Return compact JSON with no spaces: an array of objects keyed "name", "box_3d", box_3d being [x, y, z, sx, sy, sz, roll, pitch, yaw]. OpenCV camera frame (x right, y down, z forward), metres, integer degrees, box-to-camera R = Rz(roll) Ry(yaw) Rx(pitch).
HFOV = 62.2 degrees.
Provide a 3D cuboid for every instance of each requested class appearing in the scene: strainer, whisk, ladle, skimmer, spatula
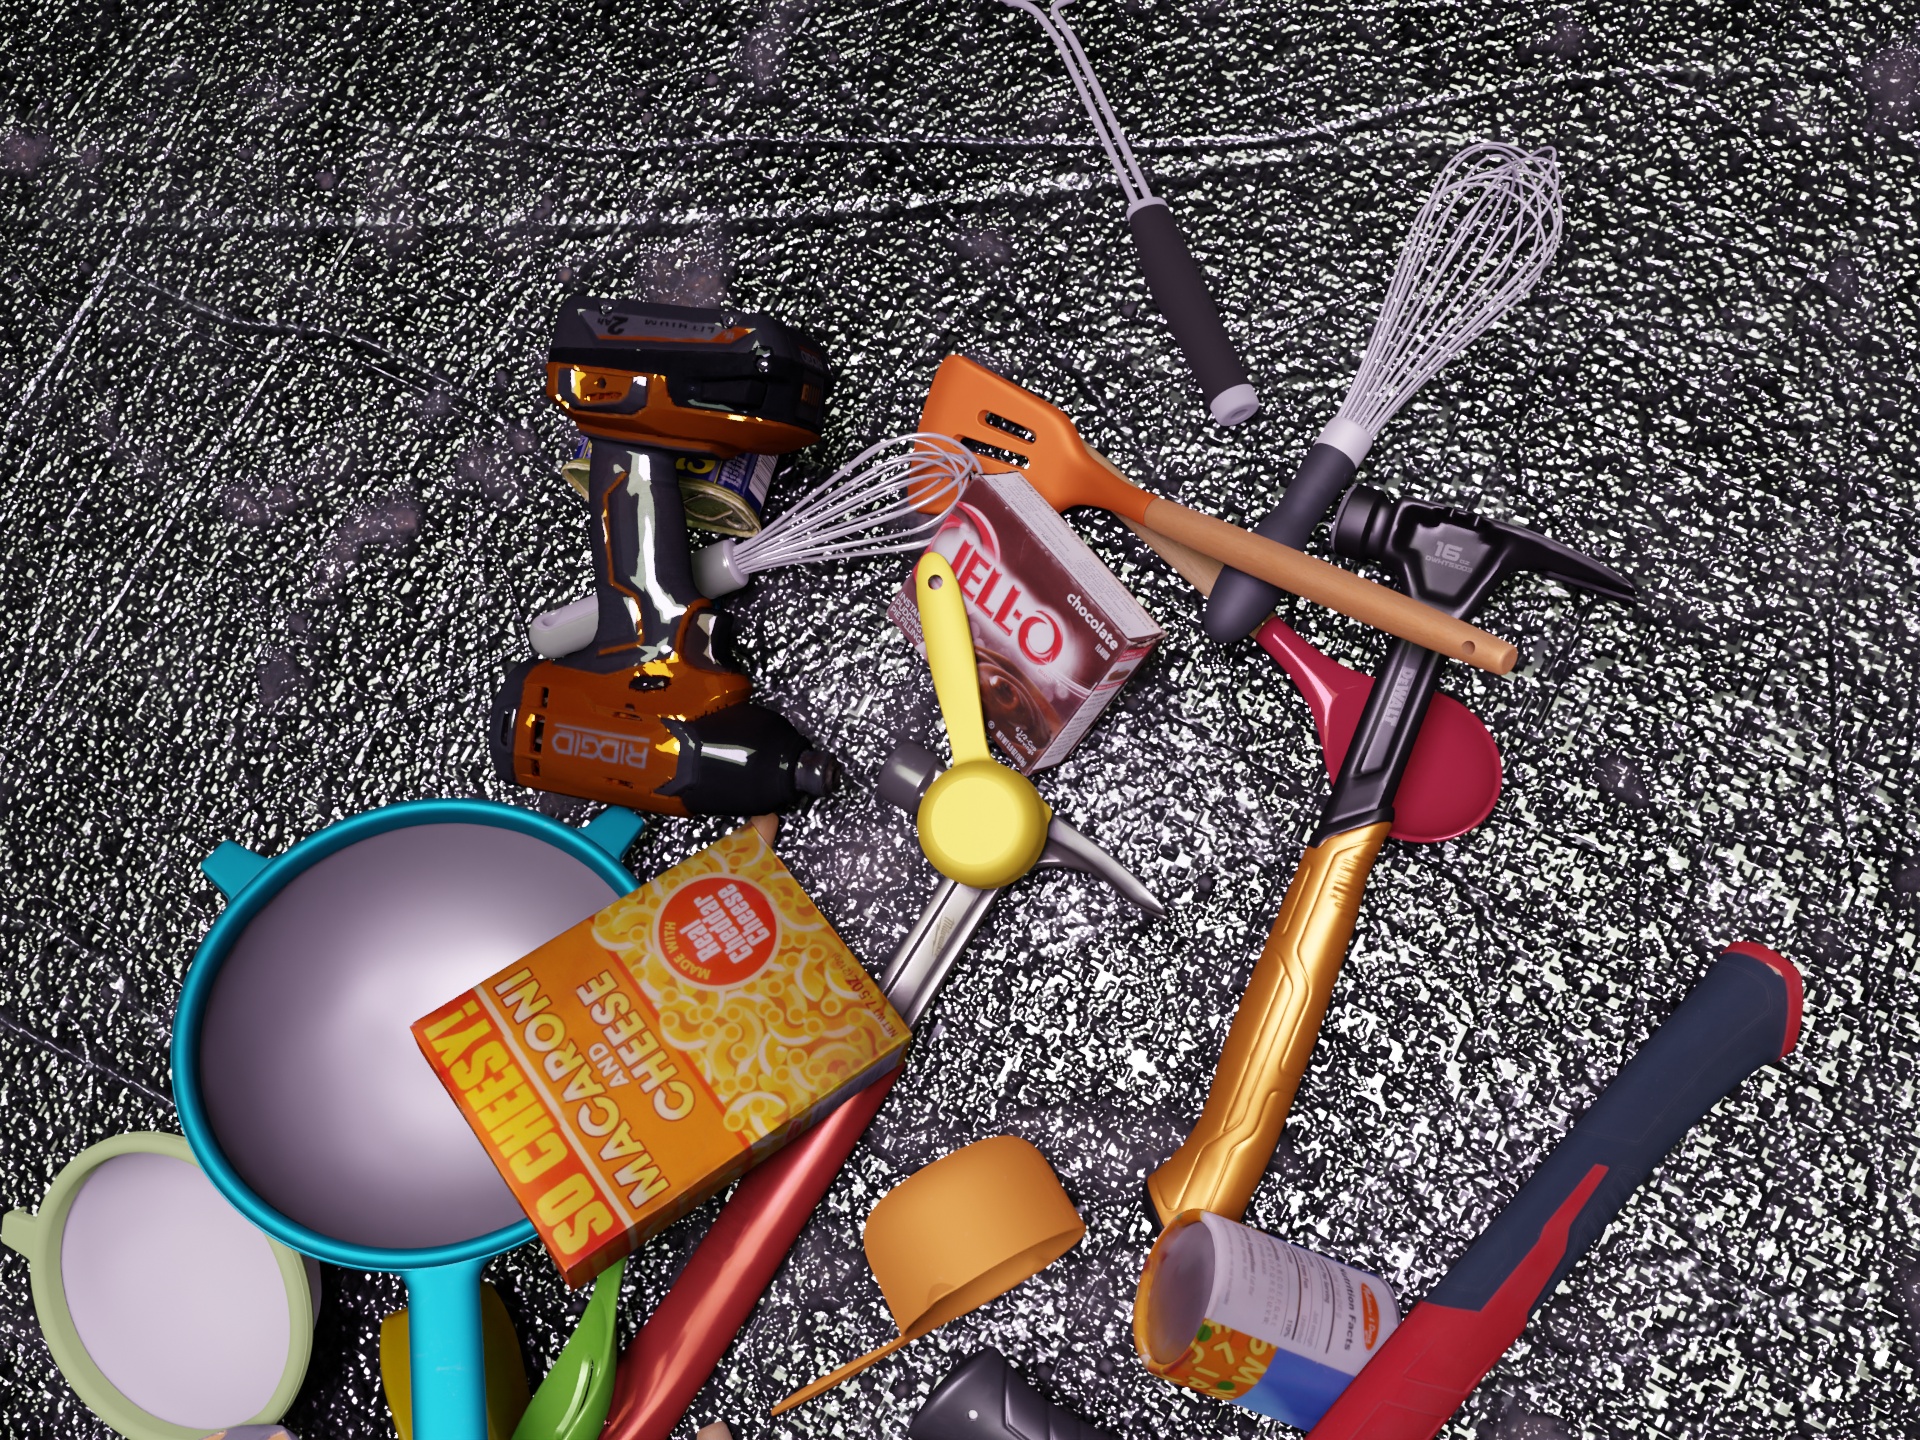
[{"name":"strainer","box_3d":[-0.321,0.300,0.735,0.151,0.069,0.256,-29,89,18]},{"name":"whisk","box_3d":[0.193,-0.152,0.730,0.070,0.070,0.284,31,81,18]},{"name":"whisk","box_3d":[-0.104,-0.081,0.781,0.246,0.059,0.058,-20,35,12]},{"name":"strainer","box_3d":[-0.222,0.204,0.693,0.211,0.095,0.341,-5,63,-13]},{"name":"ladle","box_3d":[0.124,-0.060,0.747,0.069,0.031,0.316,-43,69,-2]},{"name":"skimmer","box_3d":[0.082,-0.322,0.793,0.127,0.090,0.363,-13,72,-24]},{"name":"spatula","box_3d":[0.098,-0.084,0.703,0.323,0.041,0.081,31,112,41]}]

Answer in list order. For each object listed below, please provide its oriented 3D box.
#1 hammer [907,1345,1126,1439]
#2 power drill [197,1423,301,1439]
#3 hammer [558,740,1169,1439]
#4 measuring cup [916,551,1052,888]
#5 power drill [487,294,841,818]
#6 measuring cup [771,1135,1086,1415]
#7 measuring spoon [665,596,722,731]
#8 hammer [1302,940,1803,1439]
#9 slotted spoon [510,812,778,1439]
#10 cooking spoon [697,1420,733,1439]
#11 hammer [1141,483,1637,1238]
[{"name":"hammer","box_3d":[0.136,0.335,0.610,0.335,0.035,0.146,22,81,9]},{"name":"power drill","box_3d":[-0.371,0.403,0.692,0.226,0.084,0.185,-6,99,13]},{"name":"hammer","box_3d":[-0.058,0.192,0.714,0.149,0.036,0.359,30,83,18]},{"name":"measuring cup","box_3d":[-0.001,-0.002,0.710,0.062,0.029,0.156,-13,82,10]},{"name":"power drill","box_3d":[-0.121,-0.068,0.725,0.164,0.084,0.226,10,95,15]},{"name":"measuring cup","box_3d":[-0.028,0.237,0.681,0.173,0.095,0.052,-38,64,20]},{"name":"measuring spoon","box_3d":[-0.143,-0.030,0.799,0.042,0.021,0.129,11,77,15]},{"name":"hammer","box_3d":[0.182,0.211,0.595,0.386,0.038,0.143,-42,95,-17]},{"name":"slotted spoon","box_3d":[-0.134,0.184,0.712,0.031,0.070,0.314,26,66,-22]},{"name":"cooking spoon","box_3d":[-0.046,0.447,0.651,0.069,0.017,0.319,-25,72,-1]},{"name":"hammer","box_3d":[0.164,0.072,0.673,0.127,0.034,0.337,22,89,26]}]
